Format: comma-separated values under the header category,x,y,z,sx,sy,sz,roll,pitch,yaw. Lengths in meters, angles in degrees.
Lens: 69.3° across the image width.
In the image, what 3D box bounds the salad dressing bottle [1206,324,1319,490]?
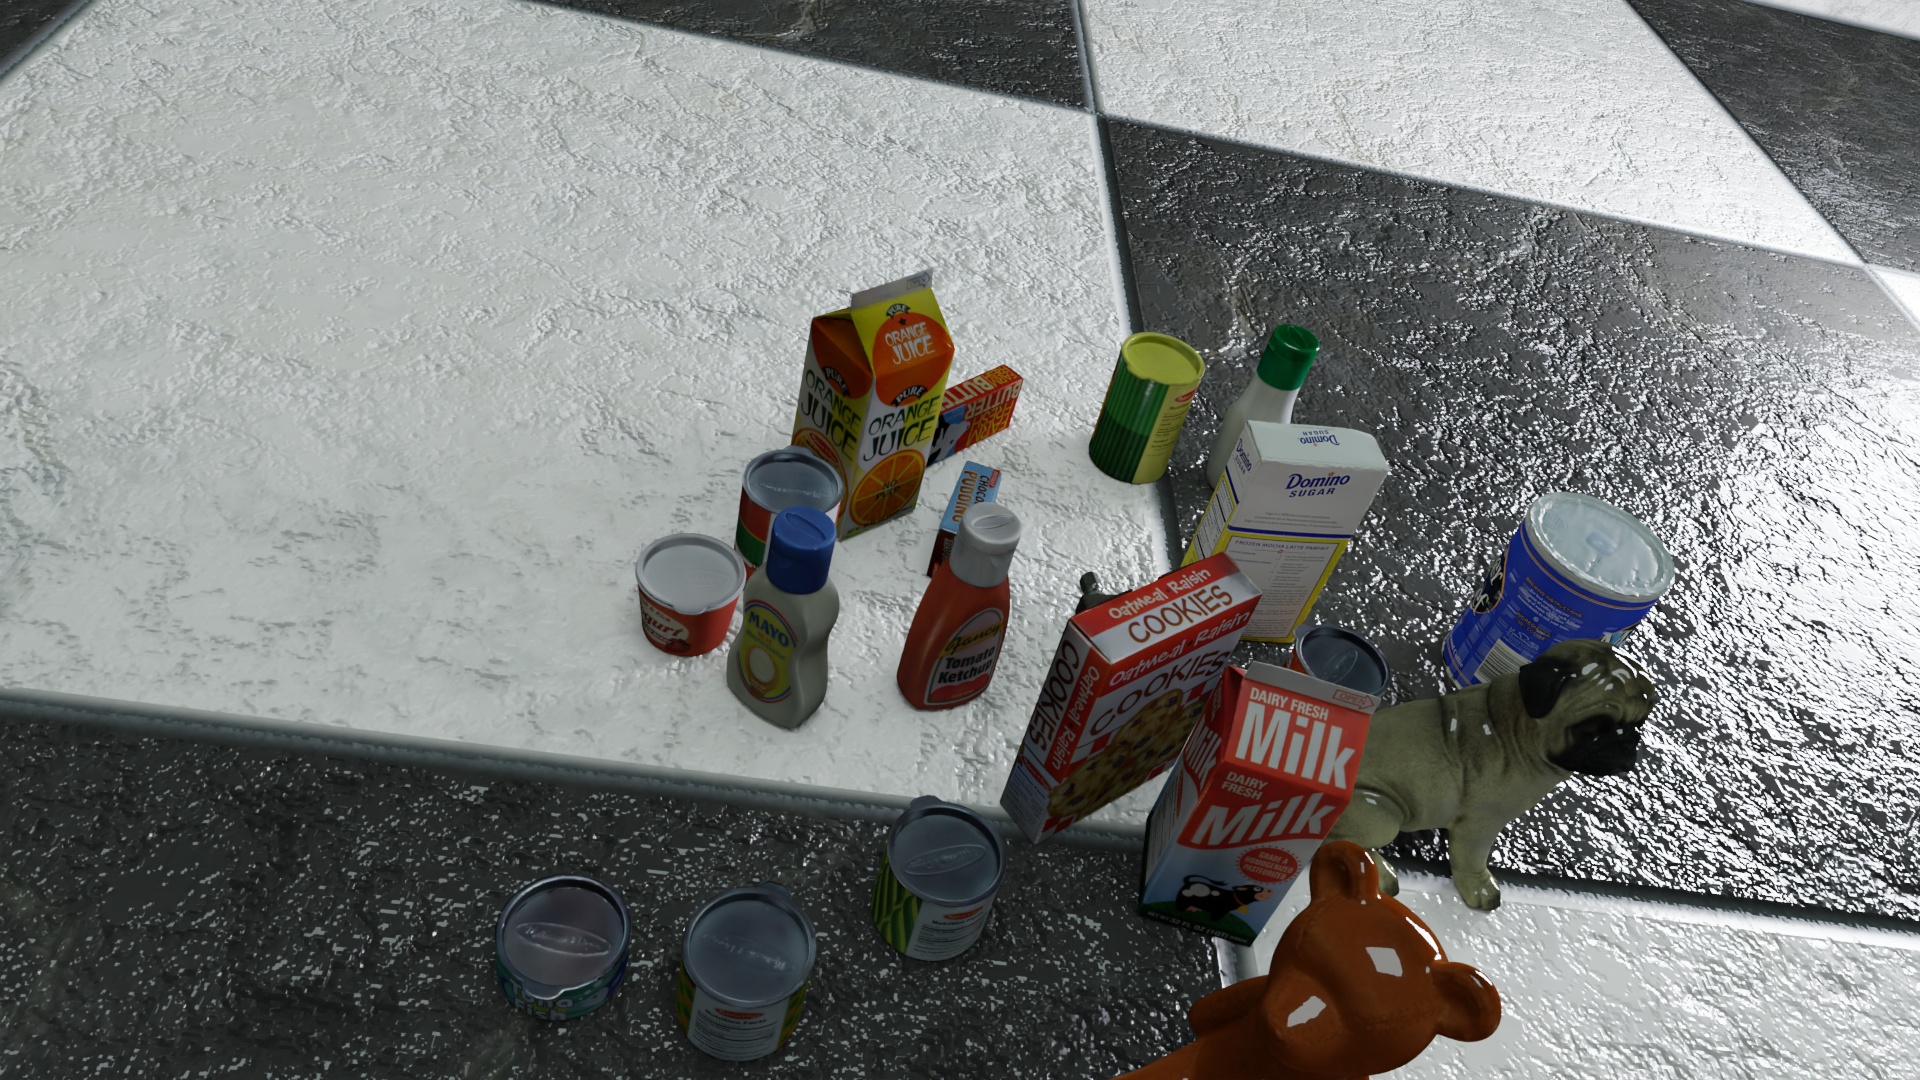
category,x,y,z,sx,sy,sz,roll,pitch,yaw
salad dressing bottle,0.237,-0.099,1.086,0.044,0.146,0.064,0,44,-17

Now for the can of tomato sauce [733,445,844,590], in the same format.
category,x,y,z,sx,sy,sz,roll,pitch,yaw
can of tomato sauce,-0.117,-0.010,0.928,0.071,0.082,0.071,9,42,-8

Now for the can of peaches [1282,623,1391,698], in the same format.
category,x,y,z,sx,sy,sz,roll,pitch,yaw
can of peaches,0.247,0.098,0.942,0.071,0.057,0.071,9,42,-8

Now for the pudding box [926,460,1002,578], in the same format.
category,x,y,z,sx,sy,sz,roll,pitch,yaw
pudding box,0.004,-0.012,0.993,0.030,0.049,0.084,18,42,2

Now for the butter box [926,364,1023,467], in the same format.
category,x,y,z,sx,sy,sz,roll,pitch,yaw
butter box,0.003,-0.097,1.082,0.024,0.052,0.104,40,47,25

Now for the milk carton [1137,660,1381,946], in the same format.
category,x,y,z,sx,sy,sz,roll,pitch,yaw
milk carton,0.162,0.138,0.773,0.072,0.189,0.074,16,41,0

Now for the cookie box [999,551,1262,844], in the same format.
category,x,y,z,sx,sy,sz,roll,pitch,yaw
cookie box,0.097,0.093,0.820,0.123,0.166,0.040,-21,53,-34

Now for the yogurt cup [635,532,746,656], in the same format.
category,x,y,z,sx,sy,sz,roll,pitch,yaw
yogurt cup,-0.173,0.036,0.882,0.072,0.053,0.073,9,42,-8

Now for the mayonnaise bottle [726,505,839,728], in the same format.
category,x,y,z,sx,sy,sz,roll,pitch,yaw
mayonnaise bottle,-0.103,0.045,0.824,0.065,0.147,0.041,33,44,18

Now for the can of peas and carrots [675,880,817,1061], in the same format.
category,x,y,z,sx,sy,sz,roll,pitch,yaw
can of peas and carrots,-0.109,0.217,0.702,0.071,0.058,0.071,9,42,-8

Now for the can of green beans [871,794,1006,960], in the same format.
category,x,y,z,sx,sy,sz,roll,pitch,yaw
can of green beans,-0.013,0.188,0.764,0.071,0.057,0.071,9,42,-8

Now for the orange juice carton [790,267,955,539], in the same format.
category,x,y,z,sx,sy,sz,roll,pitch,yaw
orange juice carton,-0.062,-0.100,0.960,0.072,0.191,0.073,-24,55,-36

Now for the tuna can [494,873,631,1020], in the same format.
category,x,y,z,sx,sy,sz,roll,pitch,yaw
tuna can,-0.202,0.208,0.703,0.071,0.032,0.071,9,42,-8

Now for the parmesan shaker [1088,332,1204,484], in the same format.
category,x,y,z,sx,sy,sz,roll,pitch,yaw
parmesan shaker,0.143,-0.102,1.094,0.071,0.102,0.072,9,42,-8

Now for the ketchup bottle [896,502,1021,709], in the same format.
category,x,y,z,sx,sy,sz,roll,pitch,yaw
ketchup bottle,0.003,0.041,0.860,0.065,0.148,0.044,-13,49,-29
